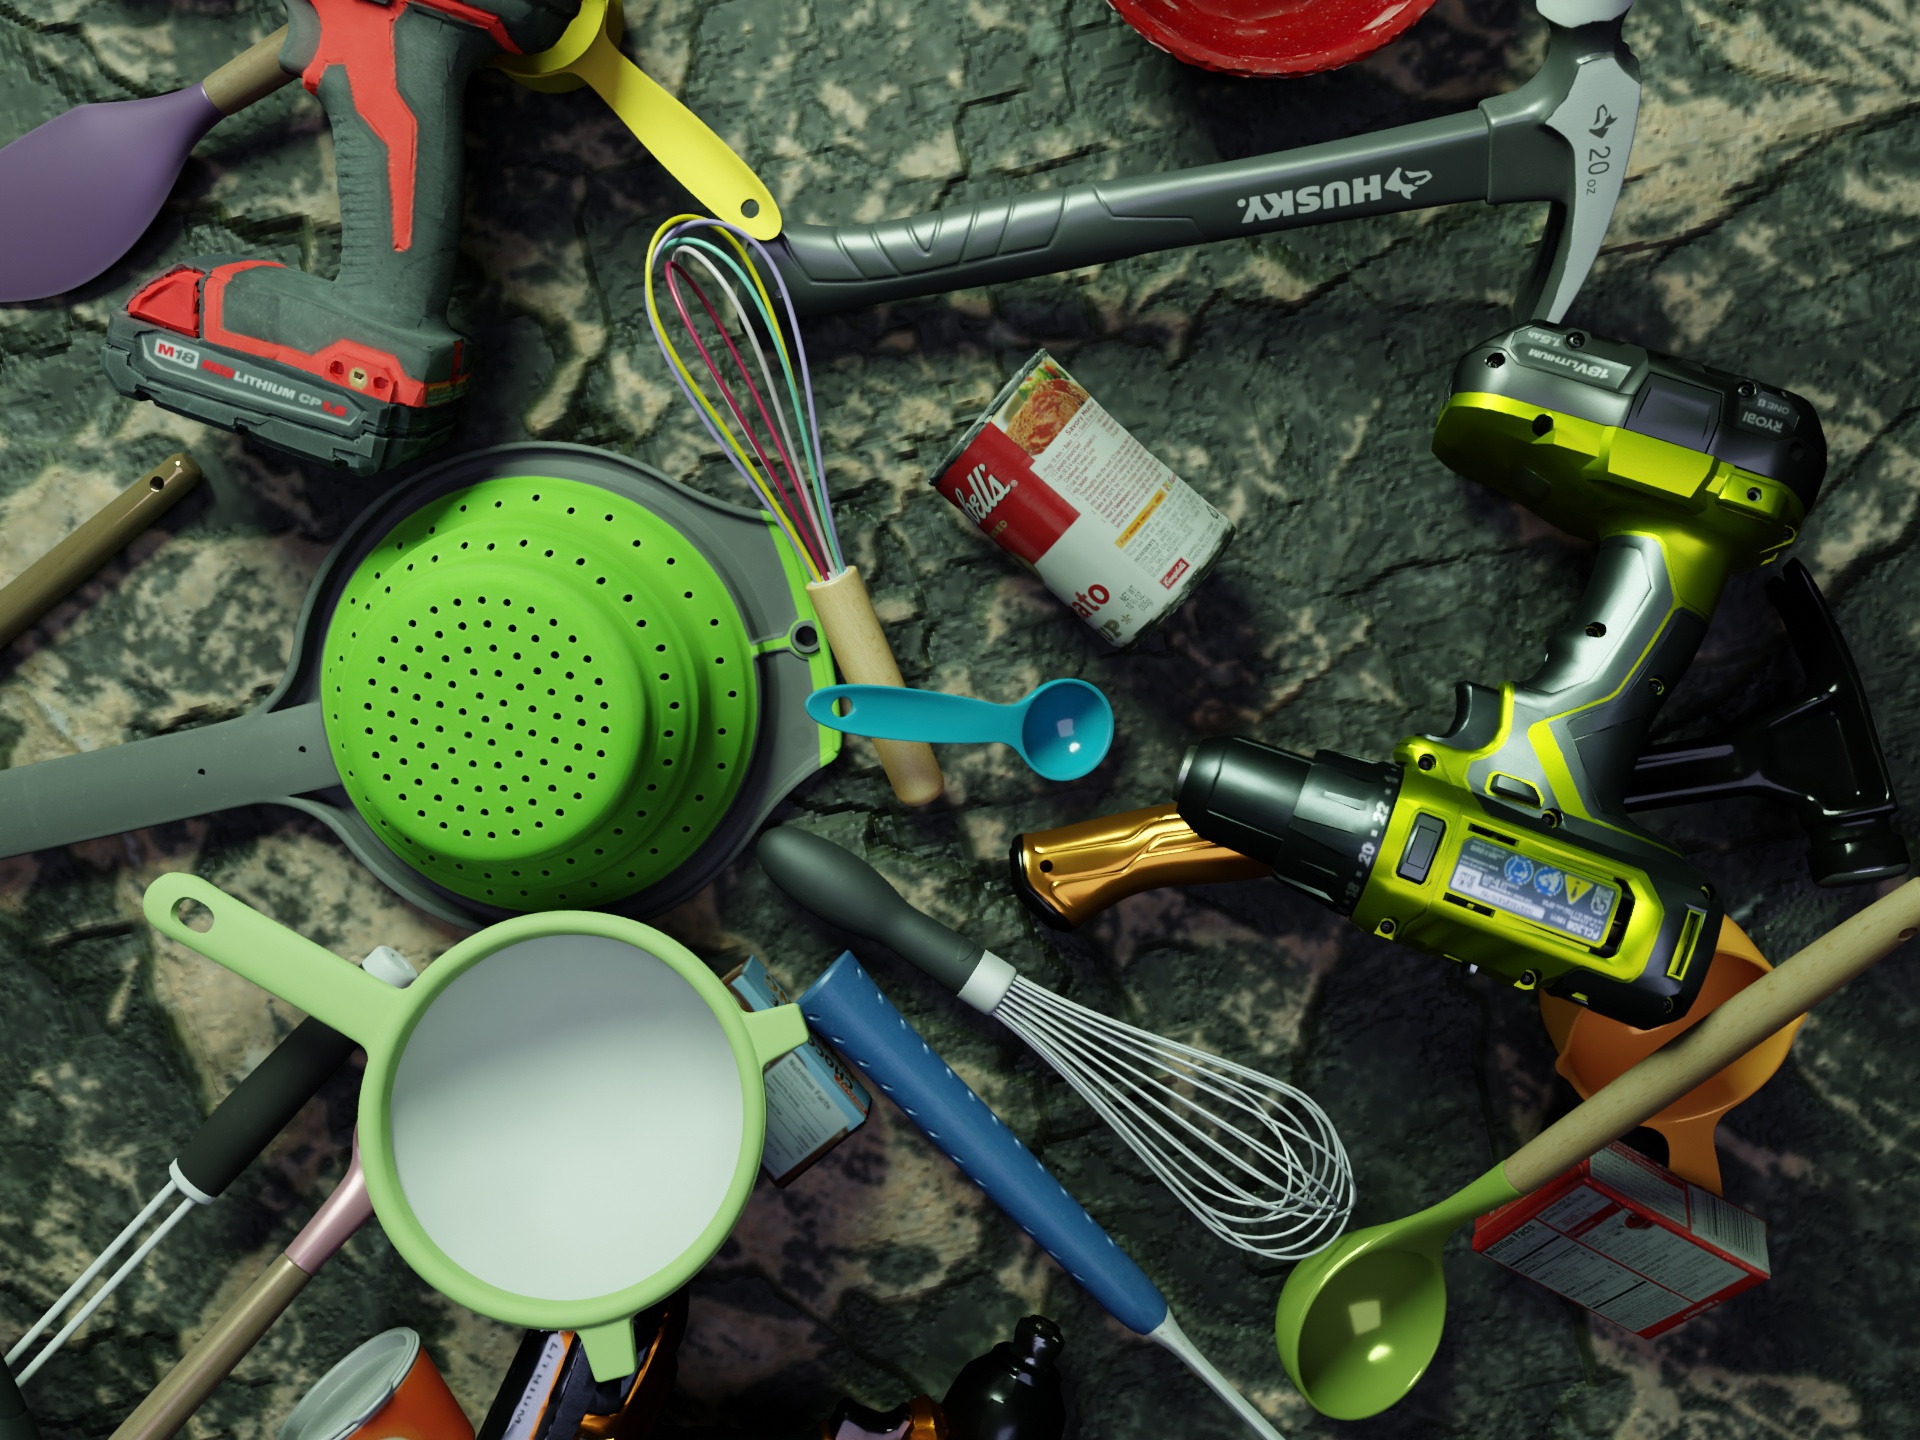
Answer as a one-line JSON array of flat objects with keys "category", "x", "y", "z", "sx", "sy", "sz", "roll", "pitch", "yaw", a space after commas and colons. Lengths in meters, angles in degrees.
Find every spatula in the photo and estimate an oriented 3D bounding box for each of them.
[{"category": "spatula", "x": -0.263, "y": -0.249, "z": 0.608, "sx": 0.316, "sy": 0.018, "sz": 0.059, "roll": -26, "pitch": 97, "yaw": 11}]

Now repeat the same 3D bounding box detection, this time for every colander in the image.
[{"category": "colander", "x": -0.248, "y": 0.011, "z": 0.613, "sx": 0.397, "sy": 0.094, "sz": 0.204, "roll": -12, "pitch": 96, "yaw": 2}]

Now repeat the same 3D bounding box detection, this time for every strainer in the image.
[{"category": "strainer", "x": -0.192, "y": 0.125, "z": 0.616, "sx": 0.256, "sy": 0.069, "sz": 0.151, "roll": 27, "pitch": 84, "yaw": 6}]

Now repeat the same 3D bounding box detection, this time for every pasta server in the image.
[{"category": "pasta server", "x": -0.275, "y": 0.232, "z": 0.609, "sx": 0.060, "sy": 0.040, "sz": 0.316, "roll": 44, "pitch": 67, "yaw": -7}]

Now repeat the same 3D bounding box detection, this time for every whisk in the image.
[{"category": "whisk", "x": 0.038, "y": 0.124, "z": 0.649, "sx": 0.284, "sy": 0.070, "sz": 0.070, "roll": 33, "pitch": 96, "yaw": 2}, {"category": "whisk", "x": -0.062, "y": -0.073, "z": 0.613, "sx": 0.051, "sy": 0.047, "sz": 0.244, "roll": -16, "pitch": 110, "yaw": 19}]

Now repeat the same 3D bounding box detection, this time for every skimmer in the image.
[{"category": "skimmer", "x": -0.356, "y": 0.236, "z": 0.674, "sx": 0.127, "sy": 0.090, "sz": 0.363, "roll": 42, "pitch": 85, "yaw": 4}]

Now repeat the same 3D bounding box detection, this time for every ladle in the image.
[{"category": "ladle", "x": 0.228, "y": 0.166, "z": 0.584, "sx": 0.078, "sy": 0.062, "sz": 0.320, "roll": 18, "pitch": 130, "yaw": -27}]

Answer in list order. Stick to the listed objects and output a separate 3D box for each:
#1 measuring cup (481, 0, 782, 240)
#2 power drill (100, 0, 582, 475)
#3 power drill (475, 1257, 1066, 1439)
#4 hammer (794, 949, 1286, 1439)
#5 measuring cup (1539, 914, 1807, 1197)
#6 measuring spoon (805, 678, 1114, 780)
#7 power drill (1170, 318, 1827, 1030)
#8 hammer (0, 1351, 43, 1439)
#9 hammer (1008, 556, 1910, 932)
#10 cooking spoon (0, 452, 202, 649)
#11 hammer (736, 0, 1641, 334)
[{"category": "measuring cup", "x": -0.122, "y": -0.235, "z": 0.607, "sx": 0.156, "sy": 0.029, "sz": 0.062, "roll": 45, "pitch": 96, "yaw": 4}, {"category": "power drill", "x": -0.227, "y": -0.213, "z": 0.573, "sx": 0.143, "sy": 0.079, "sz": 0.219, "roll": 19, "pitch": 108, "yaw": -5}, {"category": "power drill", "x": -0.071, "y": 0.291, "z": 0.653, "sx": 0.226, "sy": 0.084, "sz": 0.164, "roll": 26, "pitch": 87, "yaw": -7}, {"category": "hammer", "x": 0.086, "y": 0.247, "z": 0.635, "sx": 0.405, "sy": 0.144, "sz": 0.035, "roll": 45, "pitch": 83, "yaw": 2}, {"category": "measuring cup", "x": 0.290, "y": 0.147, "z": 0.655, "sx": 0.095, "sy": 0.052, "sz": 0.173, "roll": -15, "pitch": 119, "yaw": 8}, {"category": "measuring spoon", "x": -0.001, "y": -0.002, "z": 0.632, "sx": 0.128, "sy": 0.021, "sz": 0.042, "roll": 6, "pitch": 99, "yaw": -19}, {"category": "power drill", "x": 0.200, "y": -0.022, "z": 0.587, "sx": 0.190, "sy": 0.080, "sz": 0.228, "roll": 21, "pitch": 84, "yaw": 12}, {"category": "hammer", "x": -0.427, "y": 0.161, "z": 0.615, "sx": 0.149, "sy": 0.036, "sz": 0.409, "roll": -29, "pitch": 86, "yaw": 1}, {"category": "hammer", "x": 0.185, "y": 0.027, "z": 0.634, "sx": 0.337, "sy": 0.034, "sz": 0.127, "roll": -10, "pitch": 75, "yaw": 6}, {"category": "cooking spoon", "x": -0.434, "y": -0.007, "z": 0.651, "sx": 0.319, "sy": 0.017, "sz": 0.069, "roll": -37, "pitch": 87, "yaw": 5}, {"category": "hammer", "x": 0.075, "y": -0.186, "z": 0.598, "sx": 0.335, "sy": 0.035, "sz": 0.146, "roll": -8, "pitch": 134, "yaw": 10}]
